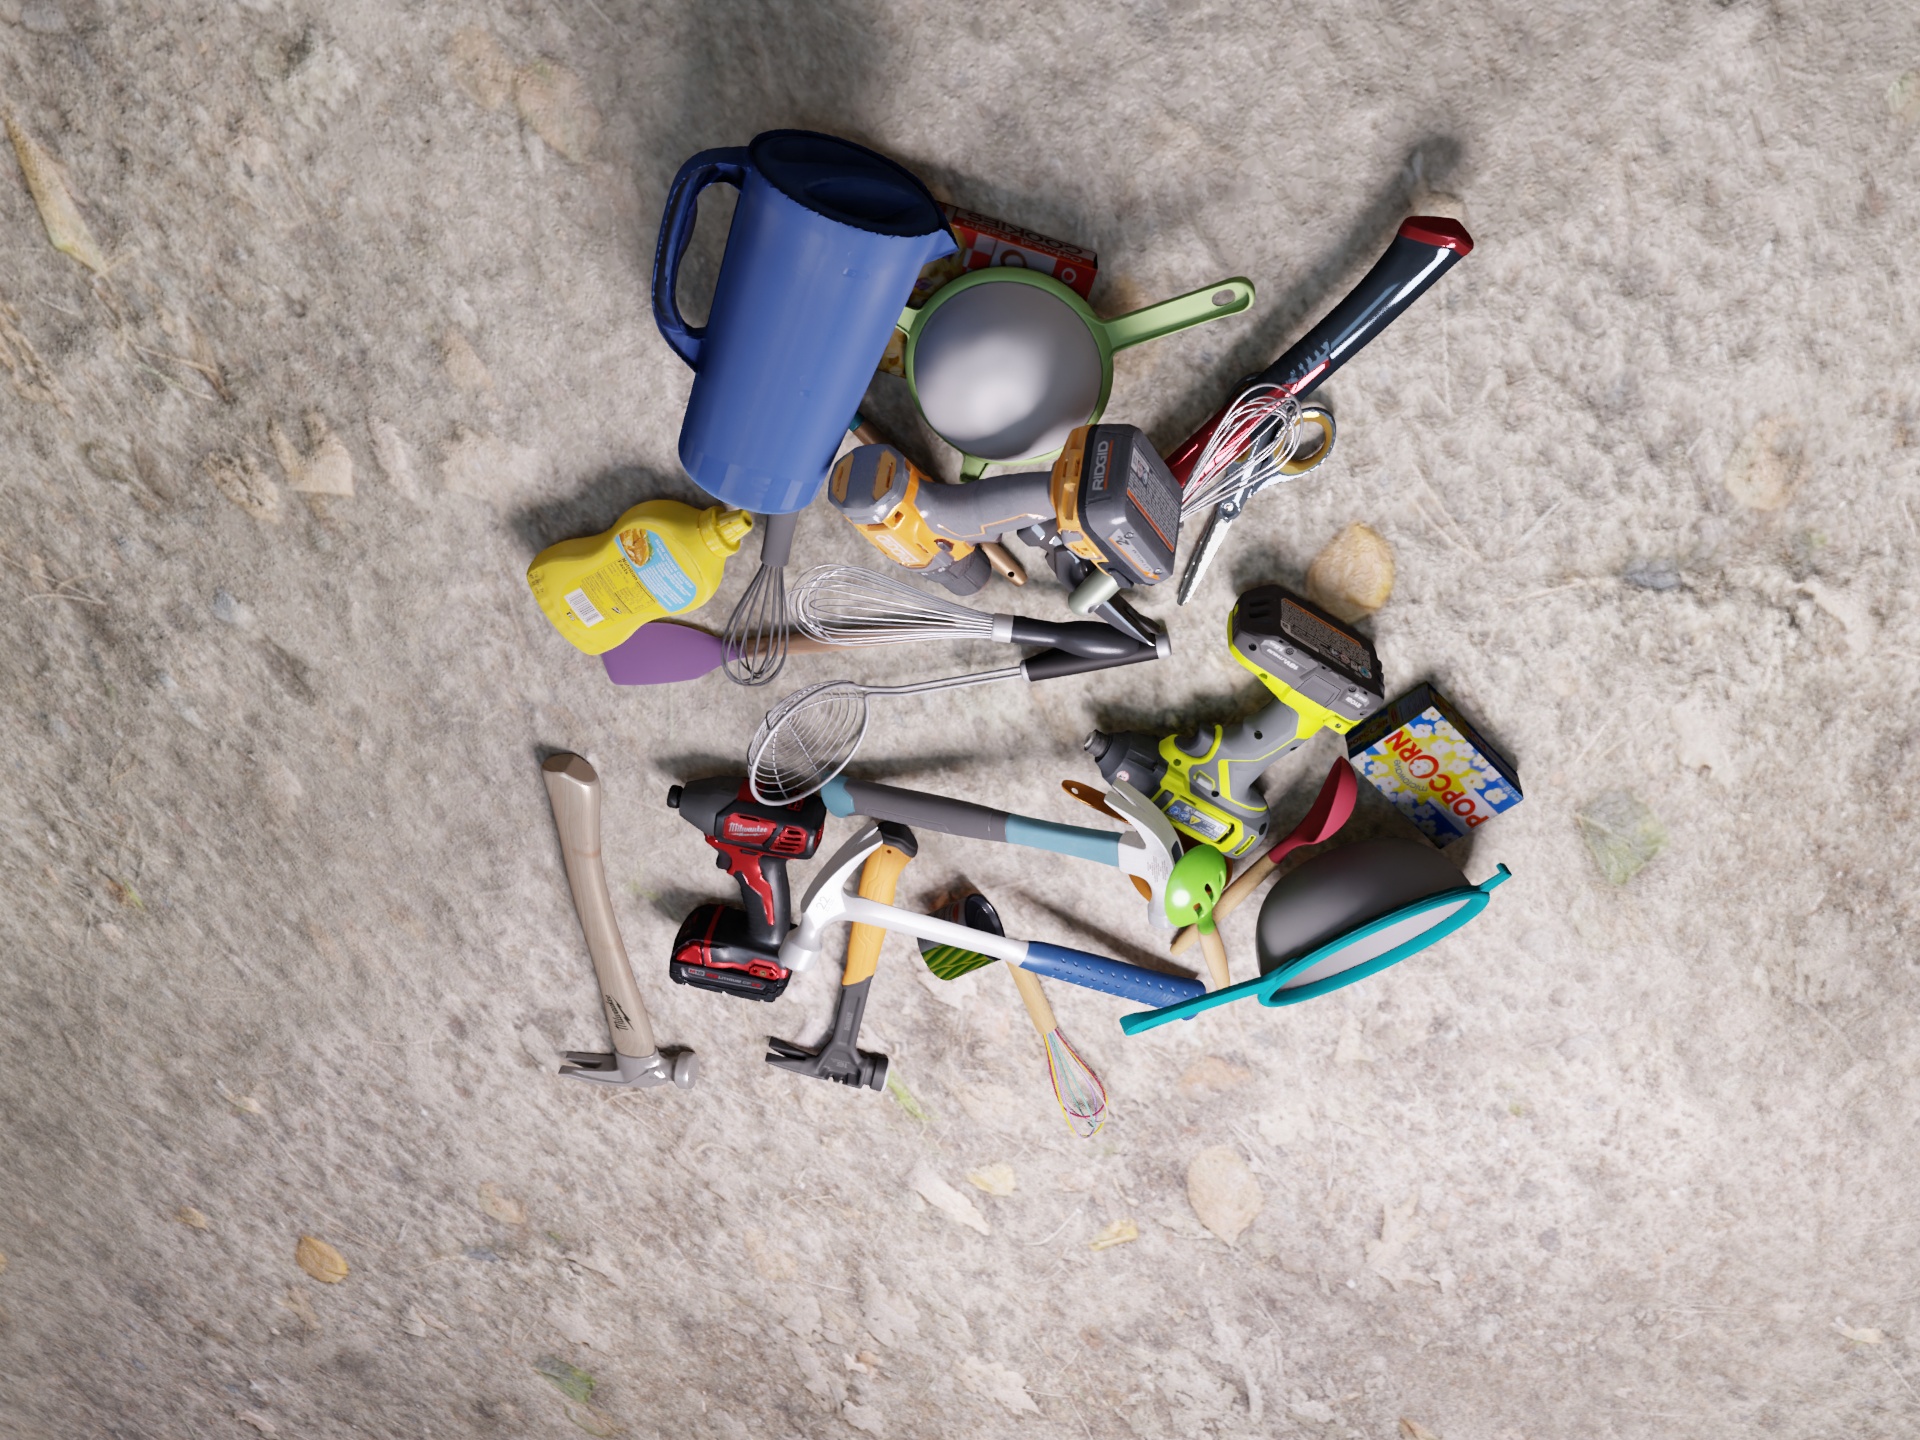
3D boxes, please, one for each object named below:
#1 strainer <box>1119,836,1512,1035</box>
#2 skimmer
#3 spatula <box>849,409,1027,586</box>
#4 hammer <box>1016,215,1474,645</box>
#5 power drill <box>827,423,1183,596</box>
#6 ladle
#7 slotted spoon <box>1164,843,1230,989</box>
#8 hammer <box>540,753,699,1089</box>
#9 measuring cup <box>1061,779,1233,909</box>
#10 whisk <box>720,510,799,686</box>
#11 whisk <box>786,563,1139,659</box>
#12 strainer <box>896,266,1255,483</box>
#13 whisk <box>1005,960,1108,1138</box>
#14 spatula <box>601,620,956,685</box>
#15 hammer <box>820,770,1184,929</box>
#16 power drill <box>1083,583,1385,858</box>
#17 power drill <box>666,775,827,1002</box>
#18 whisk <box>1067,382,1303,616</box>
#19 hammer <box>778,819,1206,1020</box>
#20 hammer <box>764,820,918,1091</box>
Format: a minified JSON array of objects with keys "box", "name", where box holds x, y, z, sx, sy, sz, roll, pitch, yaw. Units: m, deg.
[{"box":[0.272,0.173,1.329,0.340,0.095,0.211,-15,156,-18],"name":"strainer"},{"box":[-0.002,-0.004,1.320,0.363,0.090,0.127,-10,154,13],"name":"skimmer"},{"box":[-0.062,-0.204,1.219,0.317,0.044,0.082,41,118,-20],"name":"spatula"},{"box":[0.217,-0.208,1.153,0.143,0.038,0.386,41,124,-13],"name":"hammer"},{"box":[0.042,-0.140,1.145,0.226,0.084,0.185,1,161,27],"name":"power drill"},{"box":[0.257,0.130,1.369,0.031,0.069,0.315,26,140,-6],"name":"ladle"},{"box":[0.215,0.184,1.368,0.031,0.070,0.313,34,167,26],"name":"slotted spoon"},{"box":[-0.360,0.208,1.558,0.146,0.038,0.410,2,124,10],"name":"hammer"},{"box":[0.150,0.104,1.370,0.173,0.095,0.052,28,133,-12],"name":"measuring cup"},{"box":[-0.152,-0.131,1.277,0.055,0.055,0.238,15,117,-1],"name":"whisk"},{"box":[0.001,-0.079,1.269,0.284,0.070,0.070,7,125,1],"name":"whisk"},{"box":[0.078,-0.247,1.097,0.256,0.069,0.151,-14,122,21],"name":"strainer"},{"box":[0.094,0.314,1.562,0.047,0.051,0.244,-24,116,-1],"name":"whisk"},{"box":[-0.158,-0.065,1.346,0.316,0.018,0.059,-4,120,13],"name":"spatula"},{"box":[0.030,0.091,1.359,0.331,0.033,0.128,10,126,23],"name":"hammer"},{"box":[0.221,0.003,1.298,0.171,0.080,0.223,29,127,-13],"name":"power drill"},{"box":[-0.207,0.148,1.470,0.143,0.079,0.219,12,123,0],"name":"power drill"},{"box":[0.158,-0.154,1.160,0.246,0.057,0.059,-43,71,37],"name":"whisk"},{"box":[0.049,0.201,1.420,0.405,0.035,0.144,18,110,-24],"name":"hammer"},{"box":[-0.103,0.228,1.532,0.127,0.034,0.336,14,125,-2],"name":"hammer"}]
